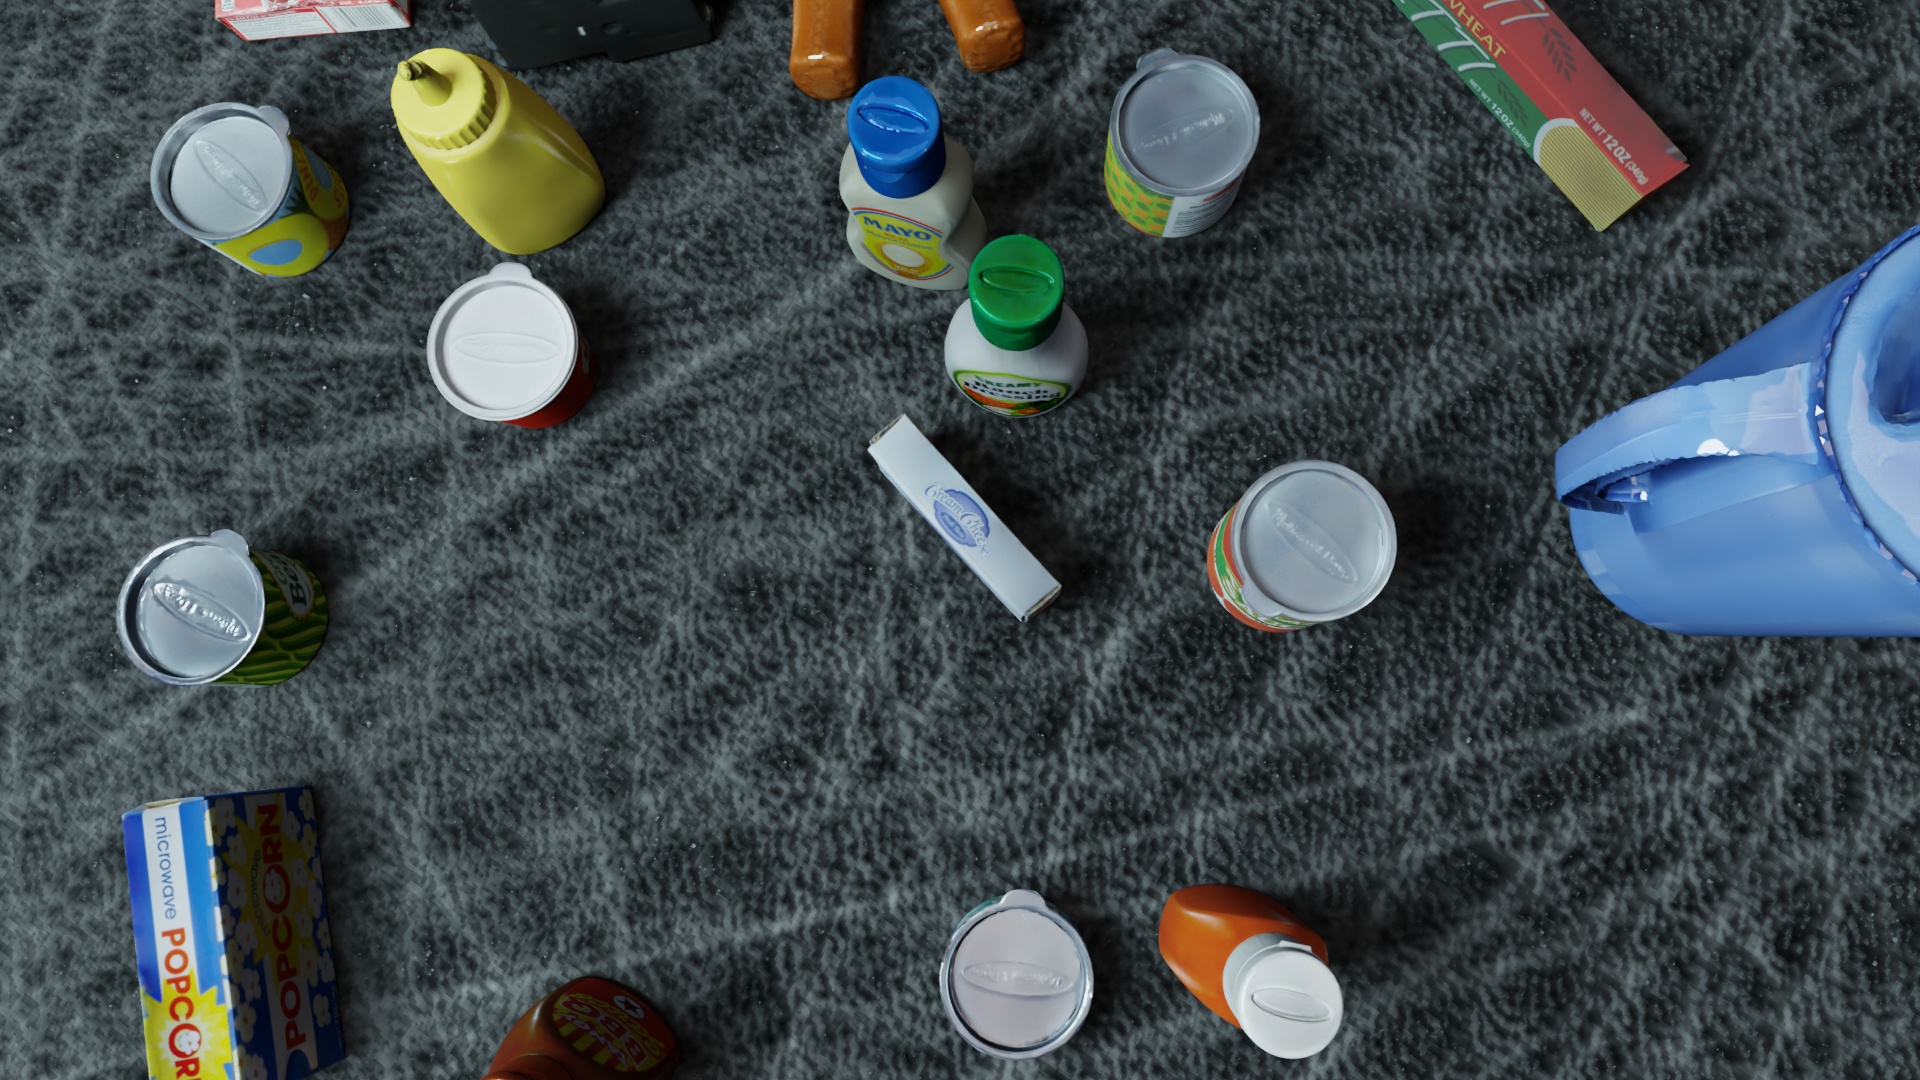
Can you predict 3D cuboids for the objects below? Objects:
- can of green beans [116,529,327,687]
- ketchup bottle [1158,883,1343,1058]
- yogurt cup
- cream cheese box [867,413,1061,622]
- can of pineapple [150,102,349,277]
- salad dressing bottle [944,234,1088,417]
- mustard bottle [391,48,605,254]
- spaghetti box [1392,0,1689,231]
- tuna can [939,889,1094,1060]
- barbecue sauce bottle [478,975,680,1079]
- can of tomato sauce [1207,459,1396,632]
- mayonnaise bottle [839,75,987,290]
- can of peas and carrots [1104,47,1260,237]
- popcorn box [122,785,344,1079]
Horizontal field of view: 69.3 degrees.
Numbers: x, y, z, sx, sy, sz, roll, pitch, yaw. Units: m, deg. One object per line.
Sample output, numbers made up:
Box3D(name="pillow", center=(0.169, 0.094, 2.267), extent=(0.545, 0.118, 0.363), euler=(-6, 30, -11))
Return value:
Box3D(name="can of green beans", center=(-0.332, 0.034, 0.630), extent=(0.071, 0.058, 0.071), euler=(0, 82, 2))
Box3D(name="ketchup bottle", center=(0.116, 0.167, 0.547), extent=(0.065, 0.148, 0.043), euler=(11, 83, 4))
Box3D(name="yogurt cup", center=(-0.203, -0.084, 0.643), extent=(0.072, 0.054, 0.072), euler=(0, 82, 2))
Box3D(name="cream cheese box", center=(0.002, -0.008, 0.624), extent=(0.024, 0.053, 0.104), euler=(-42, 83, -3))
Box3D(name="can of pineapple", center=(-0.332, -0.165, 0.657), extent=(0.071, 0.058, 0.071), euler=(0, 82, 2))
Box3D(name="salad dressing bottle", center=(0.023, -0.088, 0.587), extent=(0.064, 0.147, 0.044), euler=(8, 83, 4))
Box3D(name="mustard bottle", center=(-0.205, -0.174, 0.602), extent=(0.065, 0.160, 0.049), euler=(-35, 83, -2))
Box3D(name="spaghetti box", center=(0.236, -0.252, 0.649), extent=(0.029, 0.050, 0.250), euler=(-38, 82, -2))
Box3D(name="tuna can", center=(0.025, 0.187, 0.607), extent=(0.071, 0.033, 0.071), euler=(0, 82, 2))
Box3D(name="barbecue sauce bottle", center=(-0.158, 0.214, 0.552), extent=(0.065, 0.148, 0.044), euler=(34, 86, 6))
Box3D(name="can of tomato sauce", center=(0.144, 0.007, 0.601), extent=(0.071, 0.083, 0.071), euler=(0, 83, 2))
Box3D(name="mayonnaise bottle", center=(-0.023, -0.150, 0.597), extent=(0.065, 0.148, 0.041), euler=(16, 84, 4))
Box3D(name="can of peas and carrots", center=(0.099, -0.182, 0.641), extent=(0.071, 0.058, 0.071), euler=(0, 82, 2))
Box3D(name="popcorn box", center=(-0.310, 0.172, 0.596), extent=(0.038, 0.085, 0.127), euler=(-11, 82, 1))
